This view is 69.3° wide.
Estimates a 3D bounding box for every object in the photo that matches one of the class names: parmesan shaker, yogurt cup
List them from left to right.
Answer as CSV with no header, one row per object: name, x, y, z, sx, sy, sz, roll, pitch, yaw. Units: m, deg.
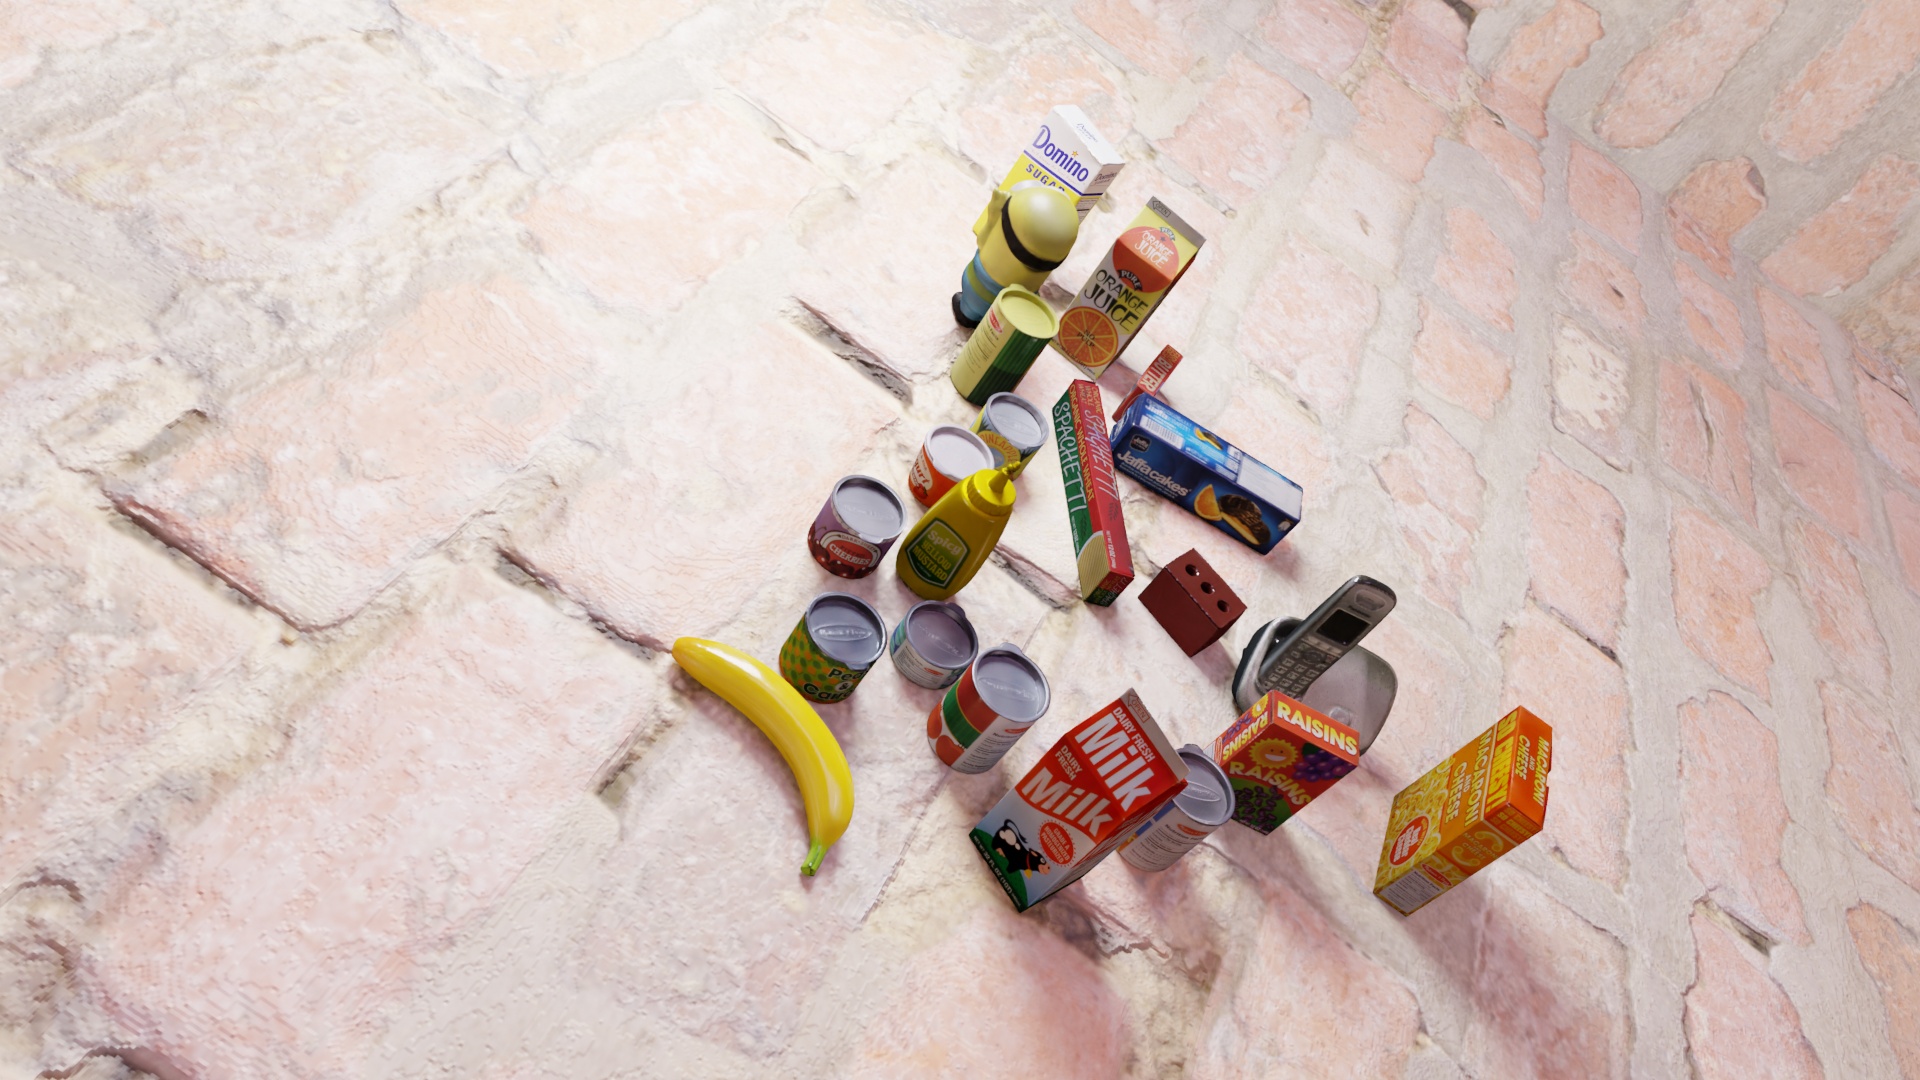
yogurt cup,-0.011,-0.062,1.235,0.072,0.053,0.073,18,45,-19
parmesan shaker,0.041,-0.187,1.345,0.071,0.102,0.072,18,45,-19

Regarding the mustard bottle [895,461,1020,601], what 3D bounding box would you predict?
mustard bottle,0.004,-0.014,1.124,0.065,0.159,0.049,43,42,6

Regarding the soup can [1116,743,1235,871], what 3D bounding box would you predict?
soup can,0.164,0.210,1.088,0.071,0.083,0.072,18,45,-19

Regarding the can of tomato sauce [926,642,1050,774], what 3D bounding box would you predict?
can of tomato sauce,0.020,0.129,1.064,0.071,0.082,0.071,18,45,-19

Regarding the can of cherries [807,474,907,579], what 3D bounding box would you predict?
can of cherries,-0.086,-0.009,1.135,0.071,0.058,0.072,18,45,-19

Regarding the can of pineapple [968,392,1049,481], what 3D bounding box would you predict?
can of pineapple,0.040,-0.094,1.295,0.071,0.057,0.071,18,45,-19

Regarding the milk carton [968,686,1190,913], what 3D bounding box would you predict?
milk carton,0.091,0.181,0.985,0.074,0.189,0.072,-16,64,-42

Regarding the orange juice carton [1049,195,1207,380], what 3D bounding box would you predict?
orange juice carton,0.175,-0.263,1.434,0.072,0.191,0.073,40,42,3

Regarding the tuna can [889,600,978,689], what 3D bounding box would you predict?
tuna can,-0.021,0.082,1.116,0.071,0.032,0.071,18,45,-19

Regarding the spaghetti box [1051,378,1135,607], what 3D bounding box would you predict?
spaghetti box,0.124,-0.051,1.318,0.029,0.050,0.251,15,46,-23

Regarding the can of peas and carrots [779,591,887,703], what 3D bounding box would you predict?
can of peas and carrots,-0.096,0.083,1.046,0.071,0.058,0.071,18,45,-19

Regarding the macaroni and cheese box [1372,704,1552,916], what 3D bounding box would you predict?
macaroni and cheese box,0.429,0.231,1.183,0.040,0.165,0.124,36,42,-1

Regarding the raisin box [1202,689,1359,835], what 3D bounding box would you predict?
raisin box,0.255,0.184,1.142,0.086,0.122,0.040,28,43,-10

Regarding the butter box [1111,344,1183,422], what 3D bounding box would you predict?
butter box,0.198,-0.163,1.464,0.024,0.052,0.104,38,42,1
